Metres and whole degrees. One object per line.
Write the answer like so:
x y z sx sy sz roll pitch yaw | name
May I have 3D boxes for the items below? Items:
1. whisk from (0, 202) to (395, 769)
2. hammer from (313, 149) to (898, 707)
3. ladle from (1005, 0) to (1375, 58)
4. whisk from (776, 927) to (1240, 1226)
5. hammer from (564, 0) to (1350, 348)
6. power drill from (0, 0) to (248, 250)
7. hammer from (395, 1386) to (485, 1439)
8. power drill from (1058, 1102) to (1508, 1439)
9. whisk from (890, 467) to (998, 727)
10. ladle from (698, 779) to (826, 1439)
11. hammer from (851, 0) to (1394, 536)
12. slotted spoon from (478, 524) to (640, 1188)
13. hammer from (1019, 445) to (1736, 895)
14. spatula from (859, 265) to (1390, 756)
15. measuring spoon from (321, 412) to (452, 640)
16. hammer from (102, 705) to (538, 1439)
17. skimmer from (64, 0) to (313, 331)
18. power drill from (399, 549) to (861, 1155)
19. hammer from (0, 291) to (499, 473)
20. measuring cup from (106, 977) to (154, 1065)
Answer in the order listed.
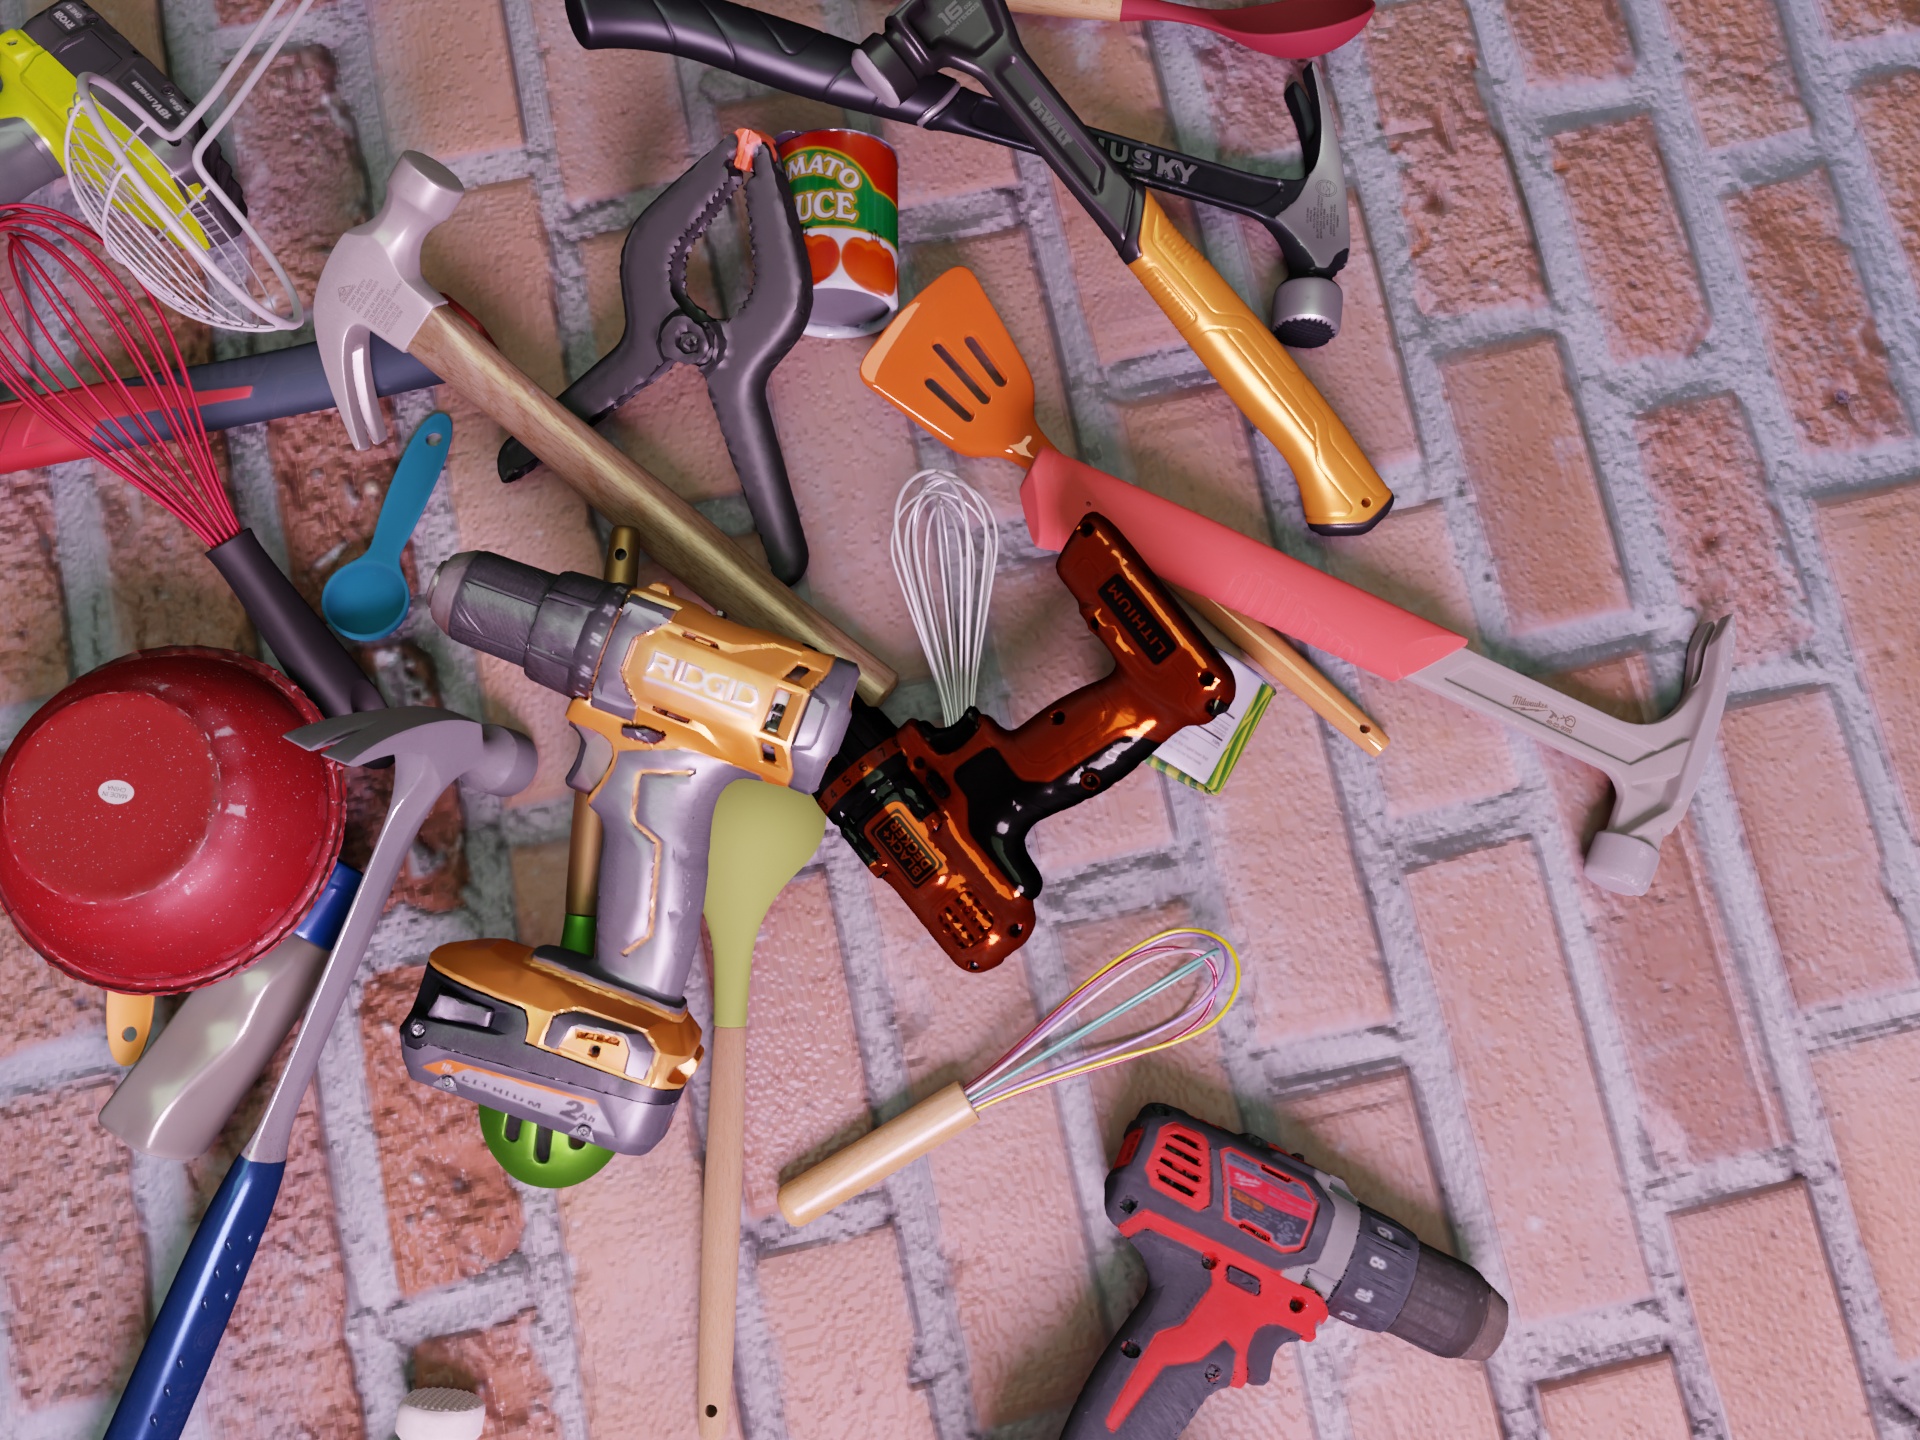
-0.349 -0.098 0.729 0.073 0.073 0.295 -32 110 -7 | whisk
-0.167 -0.111 0.765 0.331 0.031 0.130 40 111 -6 | hammer
0.060 -0.386 0.851 0.315 0.031 0.069 8 37 4 | ladle
0.024 0.170 0.746 0.245 0.051 0.047 -30 88 -3 | whisk
0.010 -0.304 0.785 0.408 0.036 0.149 11 76 -15 | hammer
-0.467 -0.226 0.760 0.191 0.080 0.228 42 71 13 | power drill
-0.057 0.401 0.705 0.410 0.038 0.146 8 81 0 | hammer
0.125 0.302 0.692 0.188 0.080 0.227 25 66 4 | power drill
-0.001 -0.002 0.775 0.059 0.058 0.246 0 82 -38 | whisk
-0.108 0.169 0.749 0.078 0.062 0.320 2 87 1 | ladle
0.104 -0.226 0.765 0.127 0.034 0.336 -42 104 1 | hammer
-0.176 0.064 0.742 0.070 0.031 0.314 7 88 -3 | slotted spoon
0.199 -0.053 0.774 0.359 0.036 0.149 24 79 -3 | hammer
0.090 -0.094 0.796 0.322 0.041 0.081 42 81 5 | spatula
-0.281 -0.096 0.802 0.042 0.021 0.129 15 71 1 | measuring spoon
-0.309 0.182 0.704 0.035 0.144 0.405 21 86 17 | hammer
-0.310 -0.333 0.761 0.090 0.127 0.364 -4 55 27 | skimmer
-0.165 0.048 0.681 0.185 0.084 0.226 21 90 -3 | power drill
-0.422 -0.137 0.792 0.386 0.038 0.143 -12 82 -3 | hammer
-0.374 0.073 0.749 0.095 0.052 0.174 2 82 -1 | measuring cup
